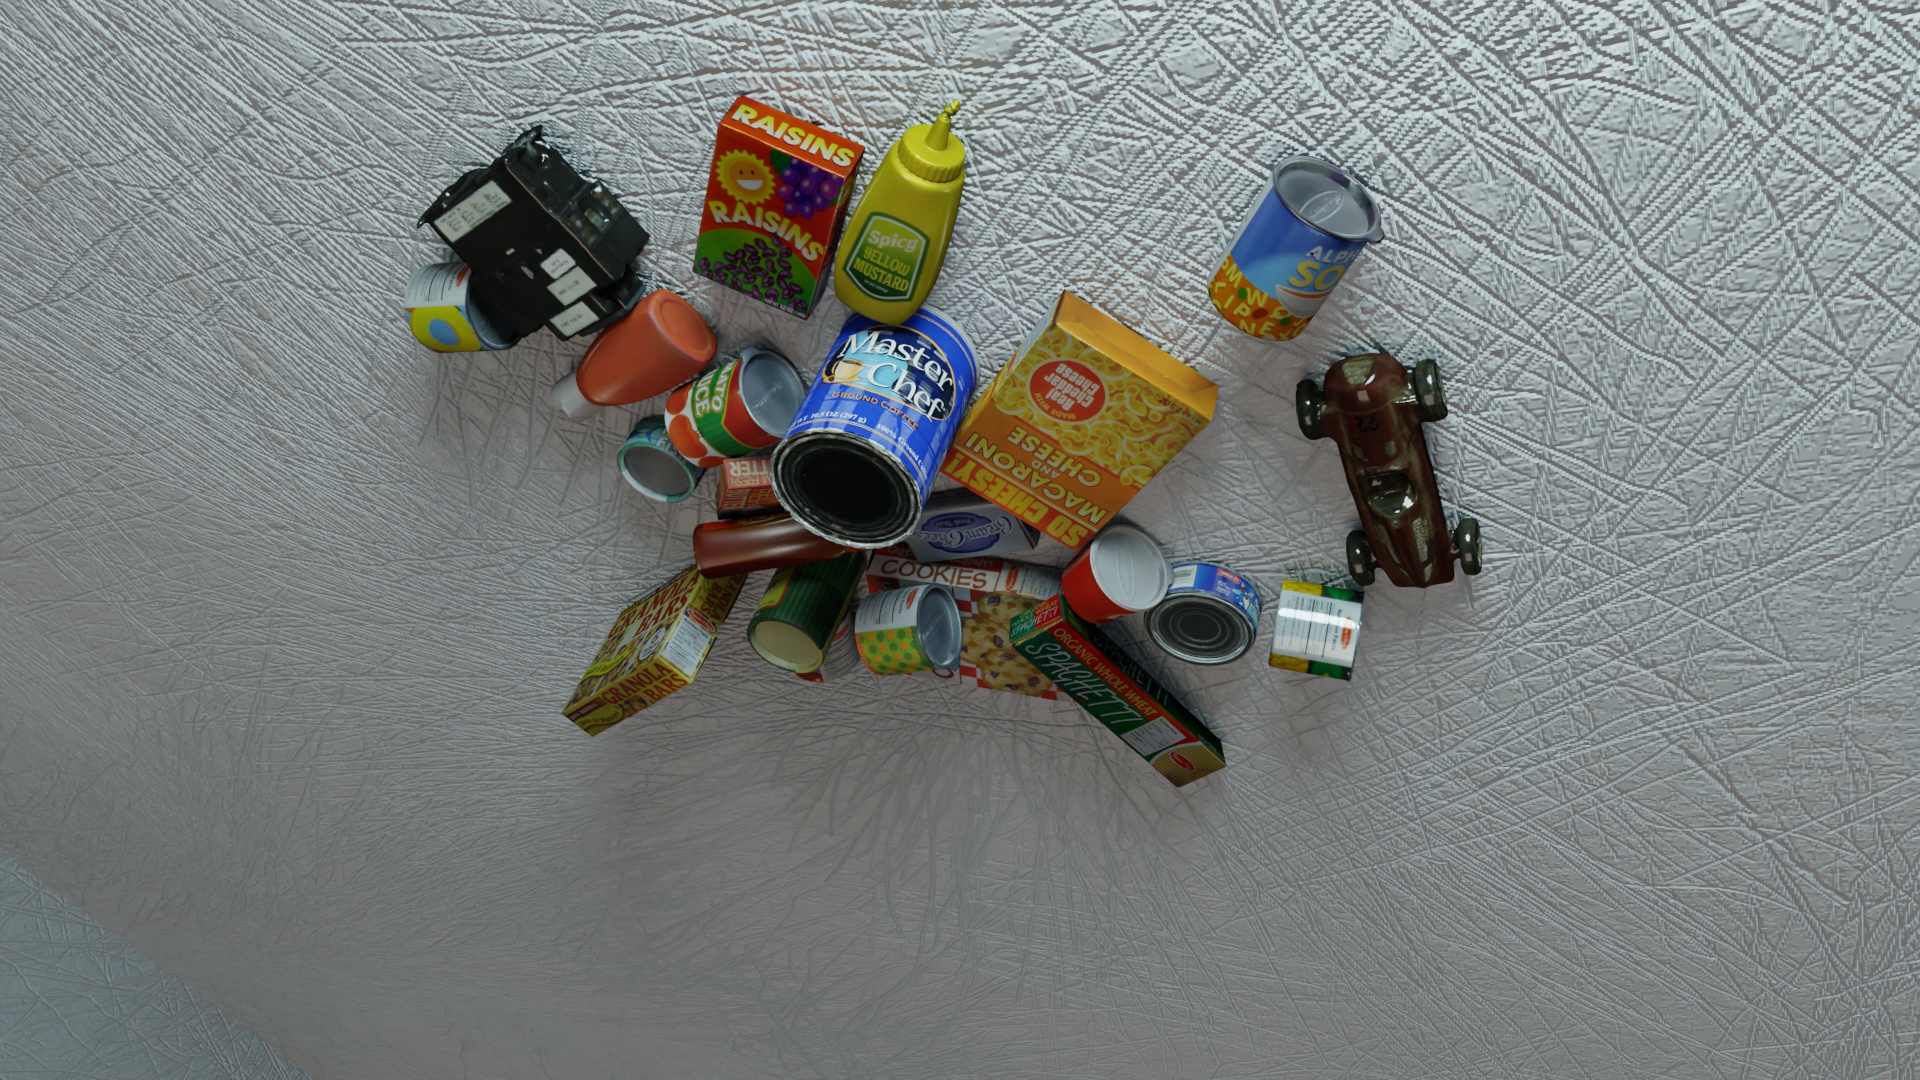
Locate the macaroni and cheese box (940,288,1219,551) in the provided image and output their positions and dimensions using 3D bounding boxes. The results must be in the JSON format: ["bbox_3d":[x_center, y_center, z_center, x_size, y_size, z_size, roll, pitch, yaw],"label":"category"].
[{"bbox_3d":[0.076,-0.076,0.946,0.124,0.040,0.165,30,137,-11],"label":"macaroni and cheese box"}]

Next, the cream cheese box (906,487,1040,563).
[{"bbox_3d":[0.004,-0.013,1.054,0.103,0.024,0.053,-7,132,28],"label":"cream cheese box"}]

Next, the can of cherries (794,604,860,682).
[{"bbox_3d":[-0.121,0.076,1.170,0.071,0.072,0.058,5,137,18],"label":"can of cherries"}]

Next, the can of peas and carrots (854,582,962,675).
[{"bbox_3d":[-0.038,0.071,1.064,0.058,0.071,0.070,-10,130,29],"label":"can of peas and carrots"}]

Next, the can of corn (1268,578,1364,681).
[{"bbox_3d":[0.257,0.065,1.003,0.058,0.071,0.070,10,137,14],"label":"can of corn"}]

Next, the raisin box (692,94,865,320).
[{"bbox_3d":[-0.117,-0.210,0.885,0.086,0.040,0.122,23,140,-1],"label":"raisin box"}]

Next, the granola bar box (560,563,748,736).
[{"bbox_3d":[-0.263,0.090,1.196,0.039,0.125,0.165,42,135,-22],"label":"granola bar box"}]

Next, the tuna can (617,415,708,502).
[{"bbox_3d":[-0.232,-0.064,1.090,0.071,0.033,0.070,12,138,11],"label":"tuna can"}]

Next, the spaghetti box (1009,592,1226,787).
[{"bbox_3d":[0.129,0.123,1.104,0.050,0.029,0.249,-30,130,23],"label":"spaghetti box"}]

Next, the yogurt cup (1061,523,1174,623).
[{"bbox_3d":[0.111,0.028,1.025,0.072,0.073,0.053,34,145,-14],"label":"yogurt cup"}]

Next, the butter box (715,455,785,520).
[{"bbox_3d":[-0.155,-0.039,1.048,0.053,0.024,0.103,-5,169,-14],"label":"butter box"}]

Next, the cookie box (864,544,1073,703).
[{"bbox_3d":[0.012,0.066,1.123,0.167,0.040,0.122,8,137,13],"label":"cookie box"}]

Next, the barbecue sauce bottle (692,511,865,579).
[{"bbox_3d":[-0.127,-0.002,1.070,0.149,0.065,0.043,-9,91,0],"label":"barbecue sauce bottle"}]

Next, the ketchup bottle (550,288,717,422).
[{"bbox_3d":[-0.247,-0.128,1.020,0.148,0.044,0.064,-22,122,38],"label":"ketchup bottle"}]

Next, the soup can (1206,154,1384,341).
[{"bbox_3d":[0.189,-0.162,0.787,0.071,0.072,0.083,24,139,-3],"label":"soup can"}]

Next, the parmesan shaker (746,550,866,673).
[{"bbox_3d":[-0.121,0.044,1.106,0.071,0.103,0.071,12,137,11],"label":"parmesan shaker"}]

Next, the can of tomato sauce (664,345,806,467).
[{"bbox_3d":[-0.164,-0.096,1.004,0.083,0.071,0.071,-18,126,36],"label":"can of tomato sauce"}]

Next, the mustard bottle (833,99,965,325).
[{"bbox_3d":[-0.032,-0.203,0.849,0.065,0.049,0.159,23,139,-4],"label":"mustard bottle"}]

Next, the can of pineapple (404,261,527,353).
[{"bbox_3d":[-0.357,-0.168,1.007,0.058,0.071,0.070,1,134,22],"label":"can of pineapple"}]
